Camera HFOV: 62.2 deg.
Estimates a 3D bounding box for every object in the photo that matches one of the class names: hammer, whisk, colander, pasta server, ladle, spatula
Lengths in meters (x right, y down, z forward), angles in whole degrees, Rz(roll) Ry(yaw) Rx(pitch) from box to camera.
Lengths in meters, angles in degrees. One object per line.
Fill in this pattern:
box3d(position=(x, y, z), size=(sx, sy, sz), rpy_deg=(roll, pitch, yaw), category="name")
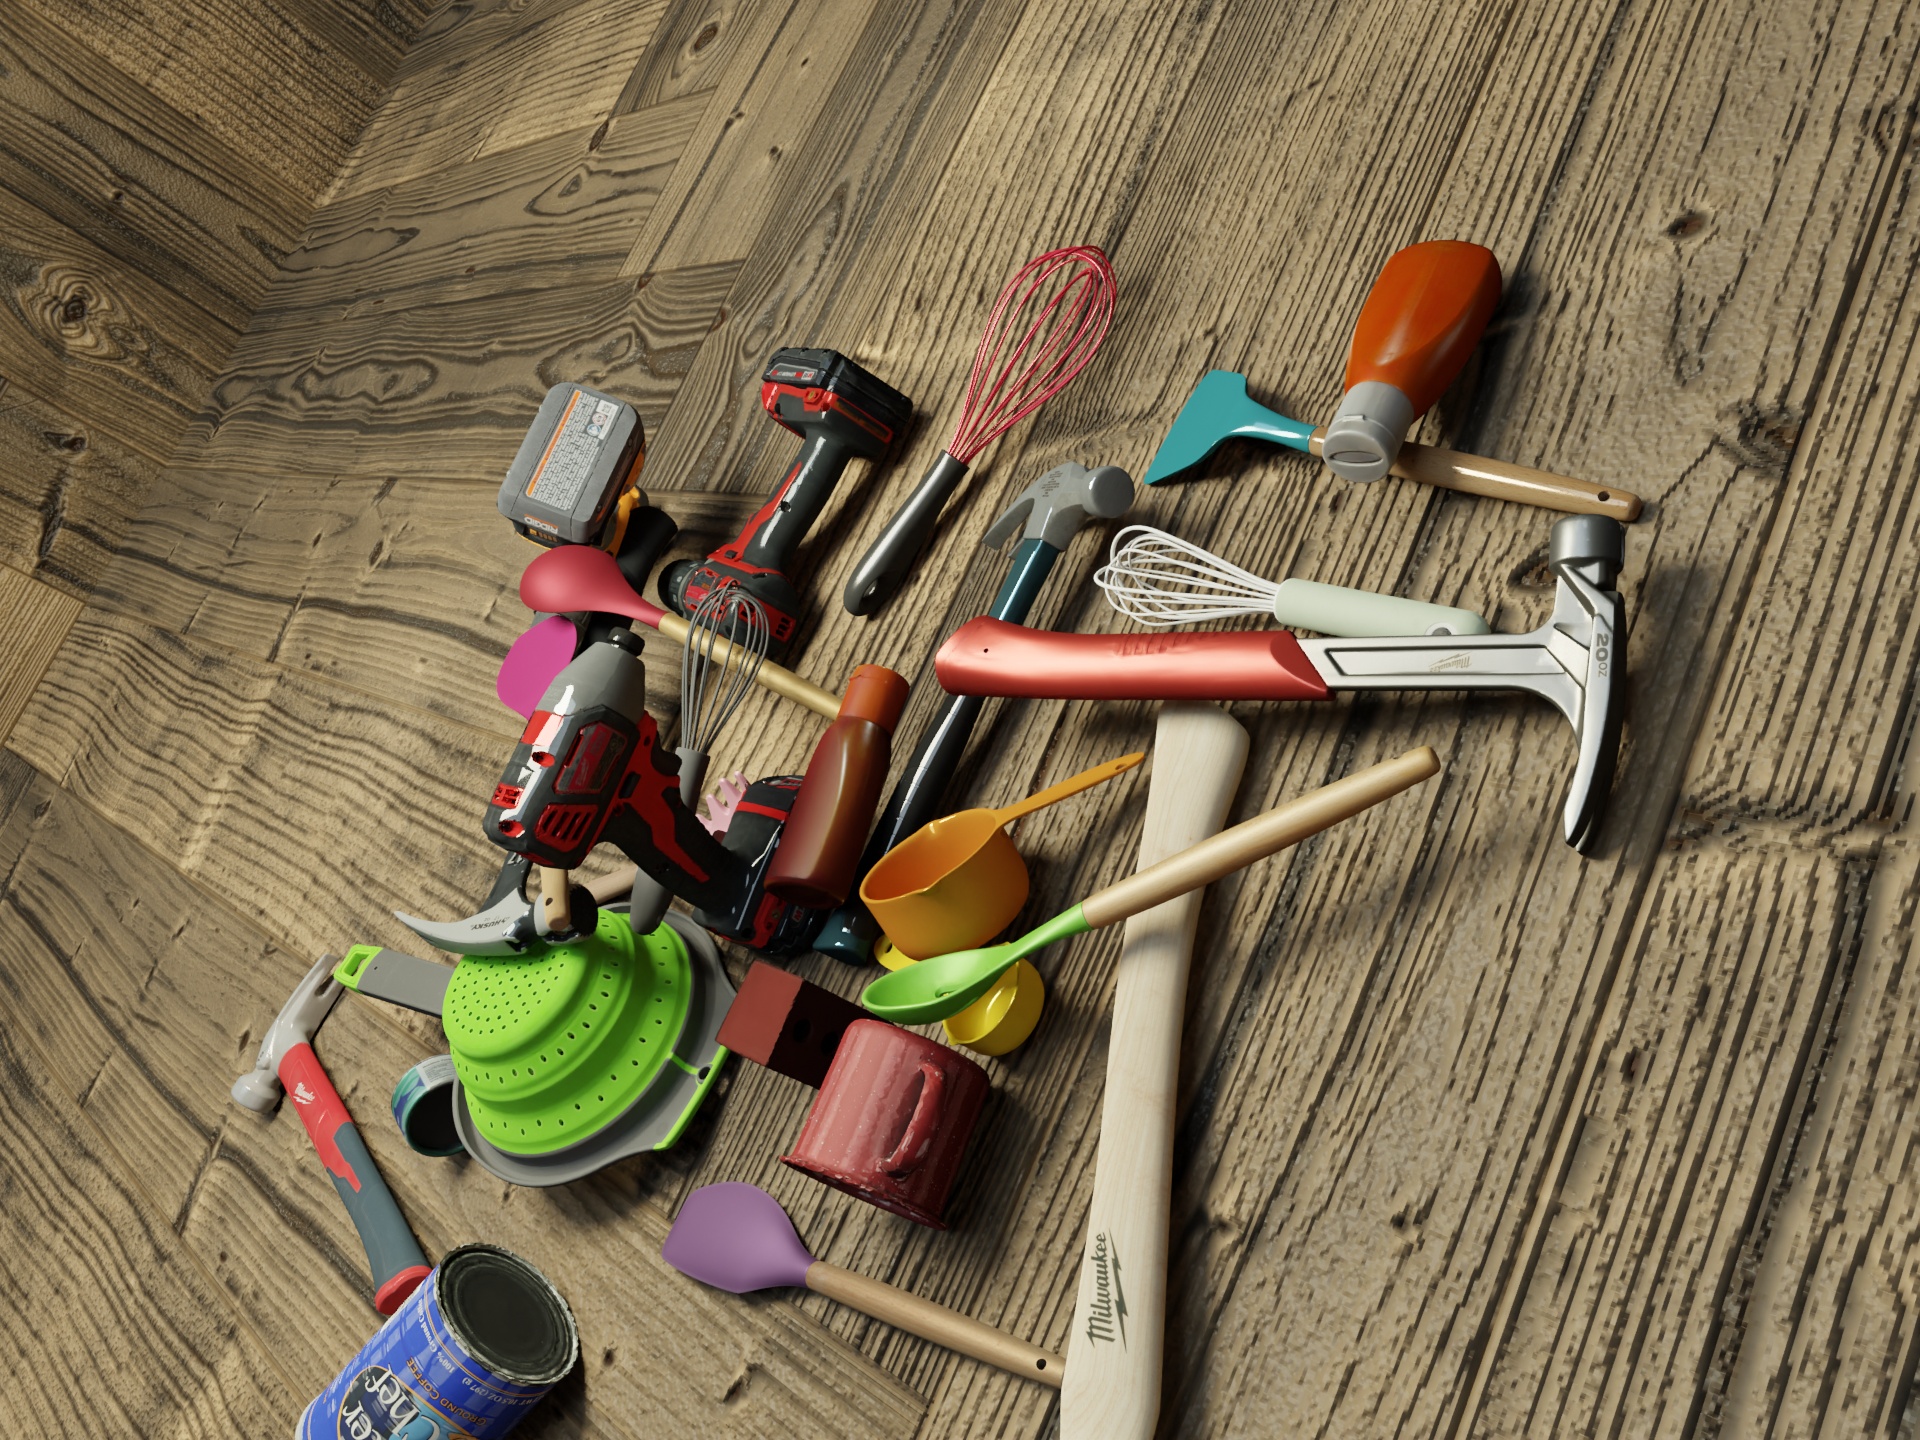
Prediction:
box3d(position=(0.138, -0.018, 0.788), size=(0.359, 0.036, 0.149), rpy_deg=(1, 74, 36), category="hammer")
box3d(position=(0.167, -0.064, 0.840), size=(0.246, 0.059, 0.057), rpy_deg=(18, 121, 45), category="whisk")
box3d(position=(-0.326, 0.179, 1.071), size=(0.397, 0.094, 0.205), rpy_deg=(5, 55, 37), category="colander")
box3d(position=(-0.002, -0.003, 0.953), size=(0.331, 0.033, 0.128), rpy_deg=(-63, 20, -2), category="hammer")
box3d(position=(-0.249, 0.112, 1.143), size=(0.316, 0.040, 0.060), rpy_deg=(-23, 37, 35), category="pasta server")
box3d(position=(-0.185, -0.056, 1.098), size=(0.315, 0.031, 0.069), rpy_deg=(26, 58, 23), category="ladle")
box3d(position=(-0.059, 0.297, 0.840), size=(0.316, 0.018, 0.060), rpy_deg=(1, 56, 46), category="spatula")
box3d(position=(0.218, -0.142, 0.856), size=(0.318, 0.044, 0.082), rpy_deg=(25, 83, 46), category="spatula")
box3d(position=(-0.271, -0.008, 1.117), size=(0.149, 0.036, 0.409), rpy_deg=(-13, 44, 23), category="hammer")
box3d(position=(0.007, -0.193, 1.076), size=(0.296, 0.073, 0.073), rpy_deg=(-55, 39, 10), category="whisk")
box3d(position=(-0.174, 0.023, 1.033), size=(0.055, 0.055, 0.239), rpy_deg=(4, 76, 47), category="whisk")
box3d(position=(-0.468, 0.317, 1.224), size=(0.387, 0.038, 0.143), rpy_deg=(27, 83, 50), category="hammer")
box3d(position=(0.078, 0.172, 0.759), size=(0.146, 0.038, 0.411), rpy_deg=(-6, 58, 31), category="hammer")

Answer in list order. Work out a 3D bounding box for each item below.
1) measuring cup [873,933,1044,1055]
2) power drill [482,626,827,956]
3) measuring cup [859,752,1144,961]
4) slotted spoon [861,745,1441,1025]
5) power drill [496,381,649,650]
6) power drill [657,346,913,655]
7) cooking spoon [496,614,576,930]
box3d(position=(-0.004, 0.146, 0.890), size=(0.062, 0.029, 0.157), rpy_deg=(-60, 28, -10), category="measuring cup")
box3d(position=(-0.168, 0.047, 0.960), size=(0.079, 0.219, 0.143), rpy_deg=(7, 70, 47), category="power drill")
box3d(position=(0.032, 0.075, 0.872), size=(0.173, 0.052, 0.095), rpy_deg=(-26, 16, 7), category="measuring cup")
box3d(position=(0.083, 0.084, 0.759), size=(0.314, 0.031, 0.070), rpy_deg=(-29, 3, 26), category="slotted spoon")
box3d(position=(-0.312, -0.144, 1.274), size=(0.226, 0.084, 0.185), rpy_deg=(116, 174, -71), category="power drill")
box3d(position=(-0.146, -0.162, 1.196), size=(0.188, 0.080, 0.227), rpy_deg=(22, 85, 57), category="power drill")
box3d(position=(-0.271, 0.025, 1.042), size=(0.069, 0.017, 0.319), rpy_deg=(-30, 39, 6), category="cooking spoon")
